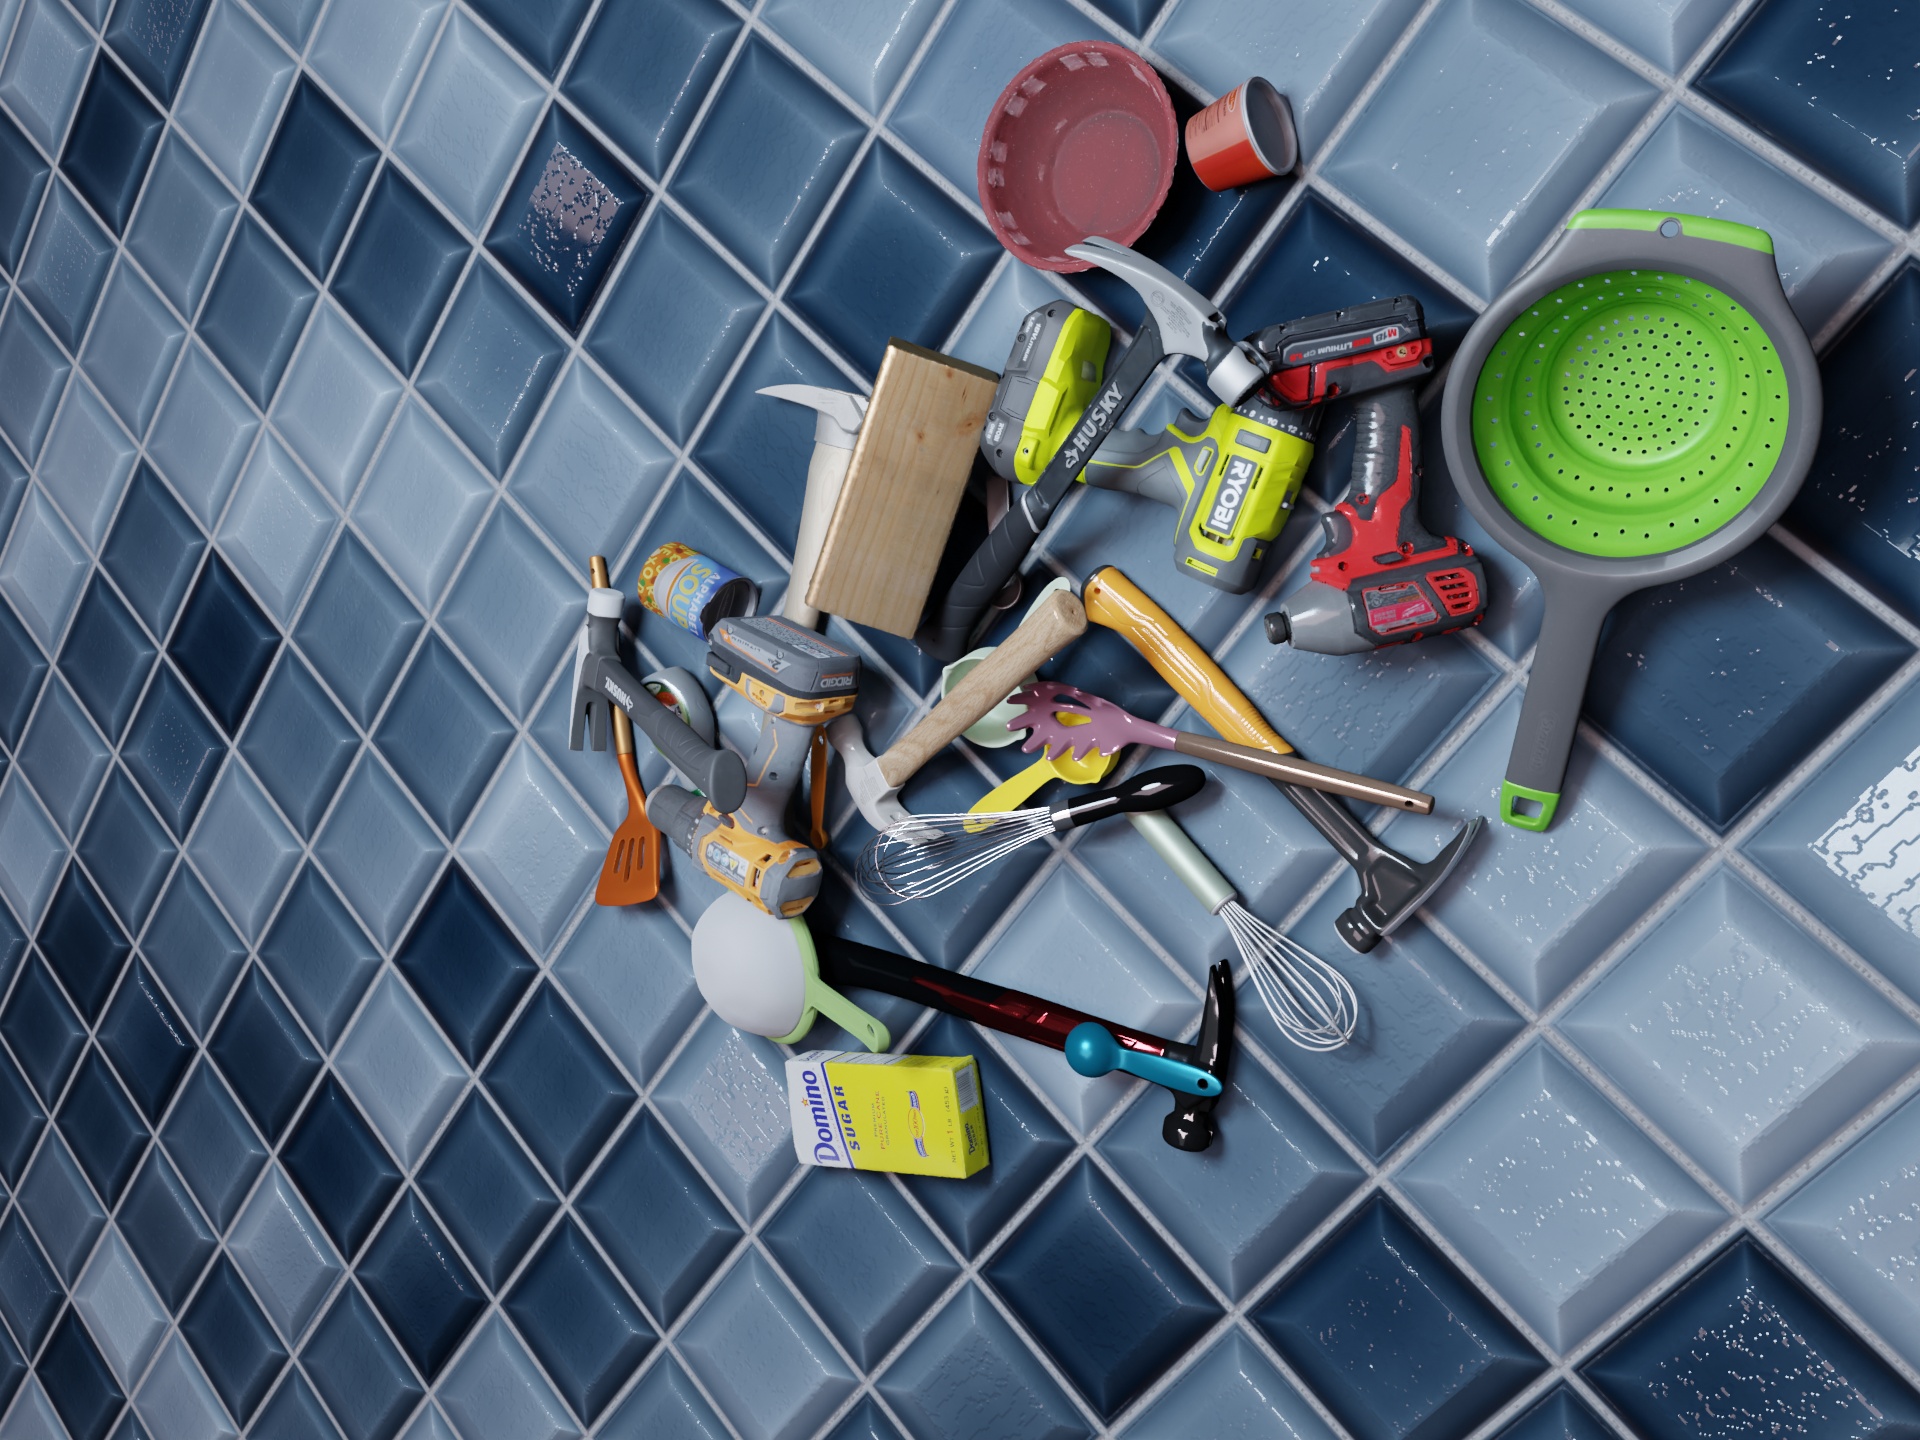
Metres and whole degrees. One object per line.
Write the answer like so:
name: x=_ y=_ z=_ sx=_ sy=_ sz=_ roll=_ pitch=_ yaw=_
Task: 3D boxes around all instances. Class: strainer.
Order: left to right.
strainer: x=-0.155 y=0.223 z=1.316 sx=0.257 sy=0.069 sz=0.151 roll=22 pitch=116 yaw=49

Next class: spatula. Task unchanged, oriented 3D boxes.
spatula: x=-0.319 y=0.007 z=1.465 sx=0.081 sy=0.041 sz=0.322 roll=-10 pitch=88 yaw=33

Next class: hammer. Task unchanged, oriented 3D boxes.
hammer: x=-0.255 y=0.003 z=1.316 sx=0.335 sy=0.035 sz=0.146 roll=33 pitch=115 yaw=53
hammer: x=-0.145 y=-0.077 z=1.352 sx=0.146 sy=0.038 sz=0.410 roll=20 pitch=105 yaw=30
hammer: x=-0.002 y=-0.004 z=1.206 sx=0.331 sy=0.031 sz=0.130 roll=-41 pitch=72 yaw=51
hammer: x=0.031 y=0.214 z=1.268 sx=0.386 sy=0.038 sz=0.143 roll=13 pitch=100 yaw=30
hammer: x=0.056 y=-0.163 z=1.127 sx=0.149 sy=0.036 sz=0.408 roll=48 pitch=141 yaw=7
hammer: x=0.211 y=0.003 z=1.138 sx=0.337 sy=0.034 sz=0.127 roll=47 pitch=117 yaw=20

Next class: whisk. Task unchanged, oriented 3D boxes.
whisk: x=0.048 y=0.079 z=1.193 sx=0.284 sy=0.070 sz=0.070 roll=-18 pitch=85 yaw=18
whisk: x=0.197 y=0.139 z=1.154 sx=0.058 sy=0.059 sz=0.246 roll=-41 pitch=67 yaw=2

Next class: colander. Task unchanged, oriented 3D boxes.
colander: x=0.397 y=-0.118 z=0.990 sx=0.204 sy=0.094 sz=0.396 roll=15 pitch=121 yaw=22

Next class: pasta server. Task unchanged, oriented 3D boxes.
pasta server: x=0.175 y=0.024 z=1.121 sx=0.316 sy=0.040 sz=0.060 roll=15 pitch=118 yaw=31

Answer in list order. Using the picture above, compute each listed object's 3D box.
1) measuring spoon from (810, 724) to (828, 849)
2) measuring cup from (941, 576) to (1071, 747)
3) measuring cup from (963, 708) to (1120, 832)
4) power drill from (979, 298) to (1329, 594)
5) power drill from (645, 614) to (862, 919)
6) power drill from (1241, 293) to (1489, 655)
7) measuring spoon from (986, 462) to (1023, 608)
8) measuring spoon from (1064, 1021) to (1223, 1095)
measuring spoon: x=-0.117 y=0.056 z=1.346 sx=0.021 sy=0.011 sz=0.116 roll=28 pitch=123 yaw=44
measuring cup: x=0.047 y=-0.051 z=1.214 sx=0.083 sy=0.038 sz=0.167 roll=40 pitch=126 yaw=9
measuring cup: x=0.062 y=0.044 z=1.240 sx=0.156 sy=0.029 sz=0.062 roll=-37 pitch=75 yaw=32
power drill: x=0.144 y=-0.217 z=1.136 sx=0.229 sy=0.080 sz=0.190 roll=27 pitch=104 yaw=25
power drill: x=-0.179 y=0.029 z=1.315 sx=0.185 sy=0.084 sz=0.226 roll=26 pitch=111 yaw=34
power drill: x=0.252 y=-0.152 z=1.035 sx=0.143 sy=0.078 sz=0.219 roll=-13 pitch=97 yaw=1
measuring spoon: x=0.035 y=-0.148 z=1.249 sx=0.034 sy=0.018 sz=0.124 roll=-6 pitch=85 yaw=34
measuring spoon: x=0.131 y=0.256 z=1.172 sx=0.129 sy=0.021 sz=0.042 roll=10 pitch=97 yaw=32
